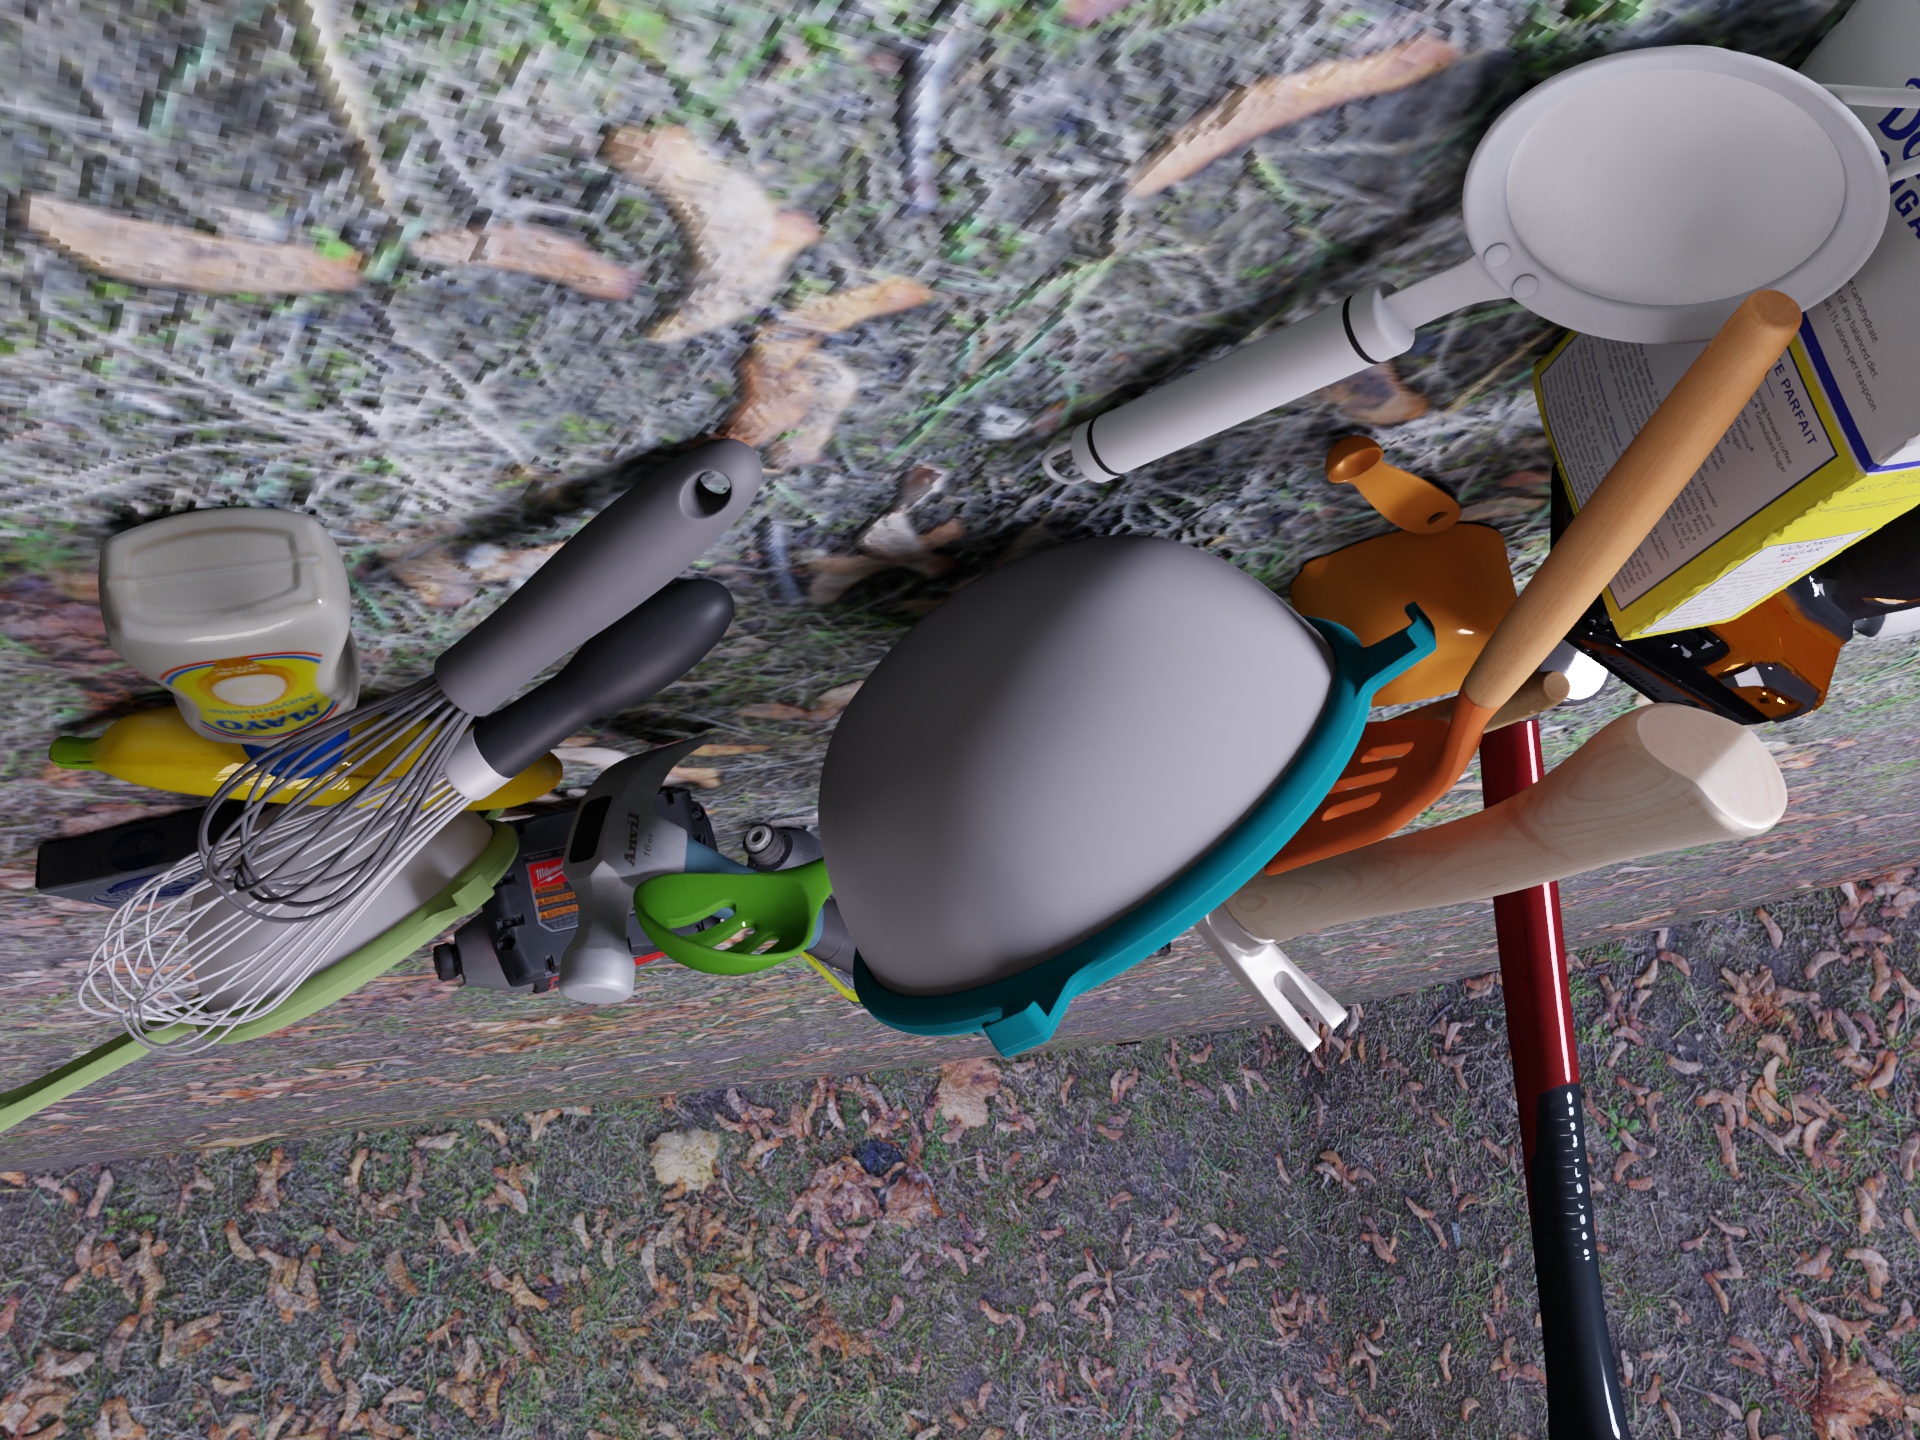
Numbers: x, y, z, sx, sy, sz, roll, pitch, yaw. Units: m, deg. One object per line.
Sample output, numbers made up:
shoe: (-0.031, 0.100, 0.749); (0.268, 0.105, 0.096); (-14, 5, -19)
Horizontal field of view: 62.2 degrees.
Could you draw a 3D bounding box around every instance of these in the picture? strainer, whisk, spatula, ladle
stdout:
strainer: (-0.316, 0.090, 0.670); (0.256, 0.069, 0.151); (-29, -163, -7)
whisk: (-0.149, -0.009, 0.487); (0.239, 0.055, 0.055); (-35, 155, 19)
strainer: (-0.001, -0.002, 0.601); (0.211, 0.095, 0.340); (-42, -162, -17)
spatula: (0.163, -0.025, 0.493); (0.081, 0.041, 0.322); (-51, 166, -22)
ladle: (0.185, 0.008, 0.691); (0.069, 0.031, 0.315); (-3, 173, -6)
strainer: (0.112, -0.106, 0.401); (0.086, 0.050, 0.258); (35, 146, -31)
whisk: (-0.197, 0.032, 0.564); (0.284, 0.070, 0.070); (-33, 159, 10)

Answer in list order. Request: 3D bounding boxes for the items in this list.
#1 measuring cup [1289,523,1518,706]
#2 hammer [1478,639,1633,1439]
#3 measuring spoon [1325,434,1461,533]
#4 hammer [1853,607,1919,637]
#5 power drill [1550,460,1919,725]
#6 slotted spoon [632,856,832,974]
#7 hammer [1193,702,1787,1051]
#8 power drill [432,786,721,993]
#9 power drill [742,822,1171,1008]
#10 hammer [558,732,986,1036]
measuring cup: (0.162, -0.024, 0.679); (0.095, 0.052, 0.173); (0, 159, -31)
hammer: (0.254, 0.147, 0.717); (0.038, 0.386, 0.143); (-7, -177, -12)
measuring spoon: (0.154, -0.083, 0.560); (0.021, 0.011, 0.116); (-32, 159, 27)
hammer: (0.360, -0.099, 0.575); (0.149, 0.036, 0.408); (-9, 163, 3)
power drill: (0.300, -0.072, 0.481); (0.164, 0.084, 0.226); (25, 153, -34)
slotted spoon: (-0.025, 0.055, 0.733); (0.070, 0.031, 0.313); (29, -150, 30)
hammer: (0.197, 0.072, 0.680); (0.038, 0.146, 0.410); (-39, 179, -19)
power drill: (-0.210, 0.105, 0.860); (0.143, 0.078, 0.219); (-11, 169, -22)
power drill: (-0.004, 0.095, 0.917); (0.223, 0.080, 0.171); (-13, 140, 20)
hammer: (-0.067, 0.104, 0.779); (0.033, 0.128, 0.330); (-13, 153, 29)
